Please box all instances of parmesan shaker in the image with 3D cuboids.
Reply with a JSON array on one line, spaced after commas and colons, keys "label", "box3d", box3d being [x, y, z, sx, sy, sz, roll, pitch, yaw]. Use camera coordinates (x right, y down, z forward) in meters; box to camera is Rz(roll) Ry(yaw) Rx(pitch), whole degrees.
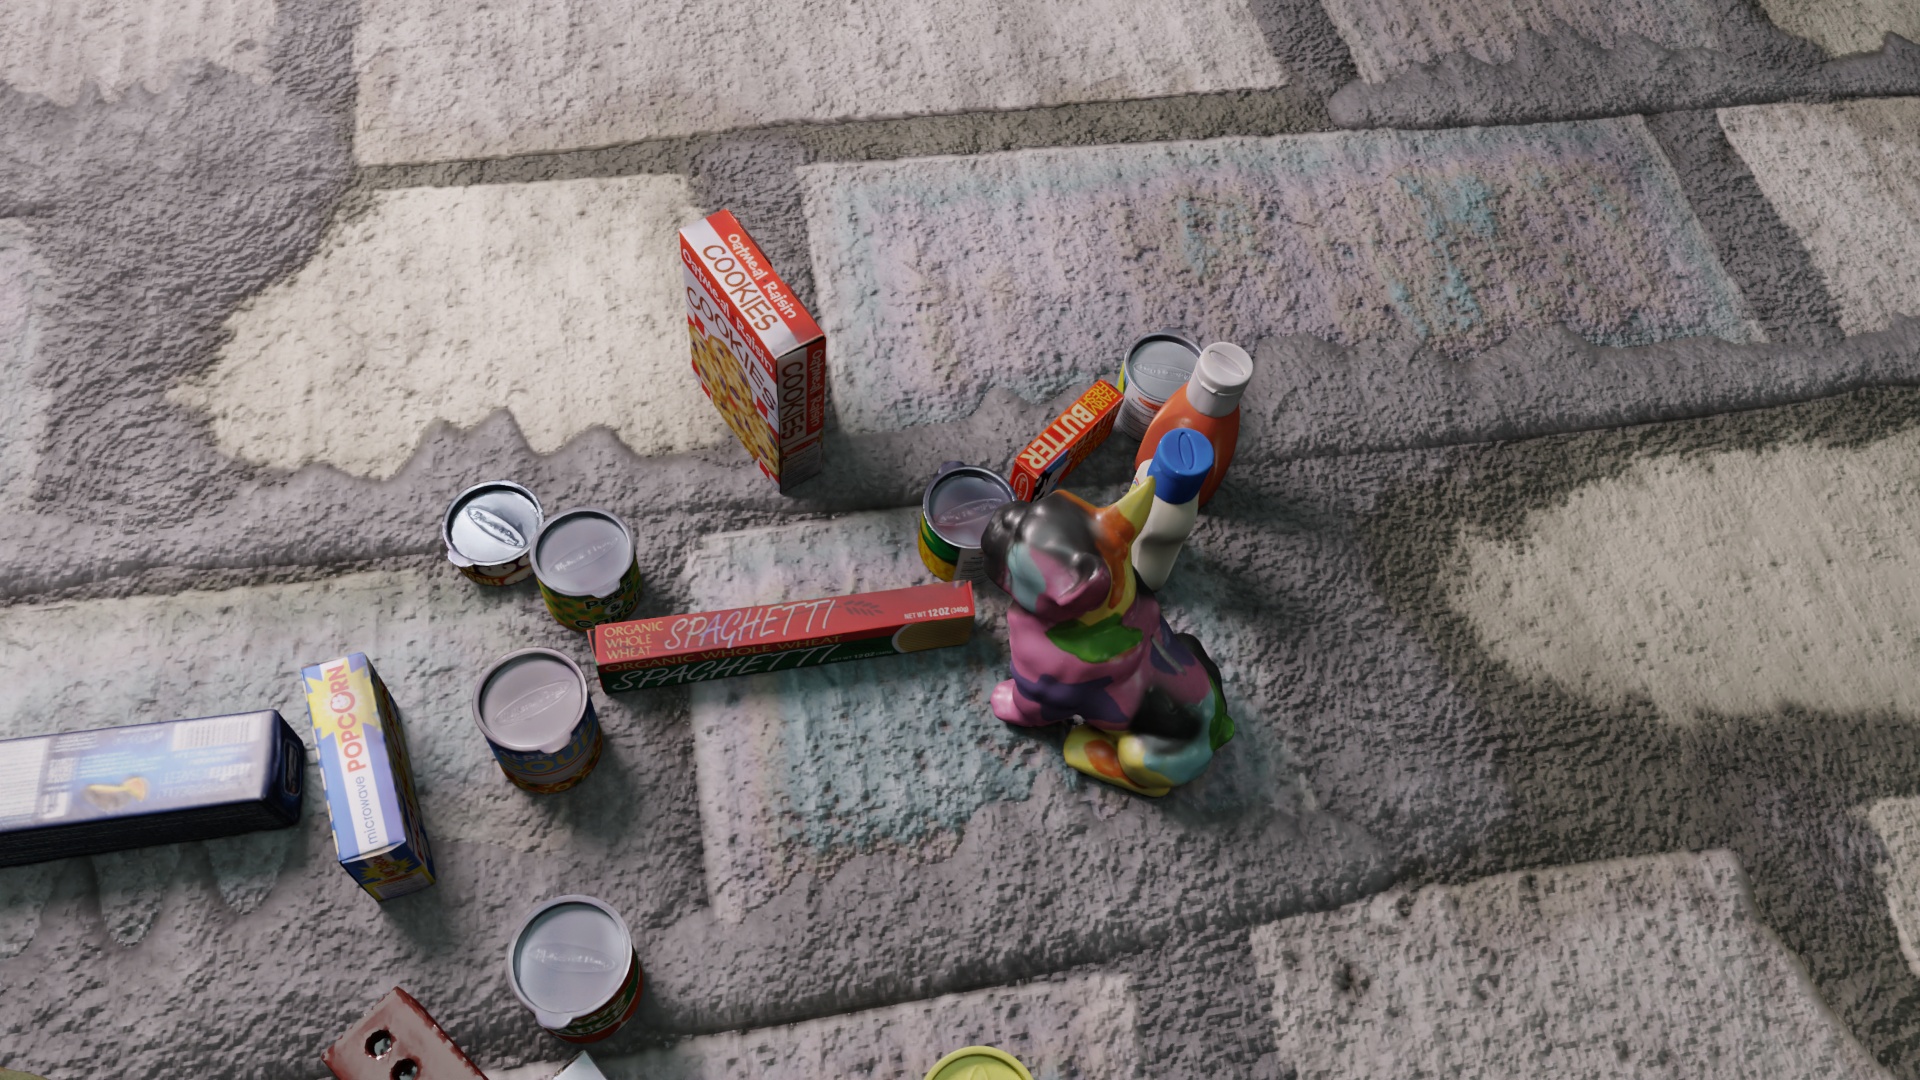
[{"label": "parmesan shaker", "box3d": [0.002, 0.319, 0.759, 0.071, 0.102, 0.071, 3, 61, -5]}]

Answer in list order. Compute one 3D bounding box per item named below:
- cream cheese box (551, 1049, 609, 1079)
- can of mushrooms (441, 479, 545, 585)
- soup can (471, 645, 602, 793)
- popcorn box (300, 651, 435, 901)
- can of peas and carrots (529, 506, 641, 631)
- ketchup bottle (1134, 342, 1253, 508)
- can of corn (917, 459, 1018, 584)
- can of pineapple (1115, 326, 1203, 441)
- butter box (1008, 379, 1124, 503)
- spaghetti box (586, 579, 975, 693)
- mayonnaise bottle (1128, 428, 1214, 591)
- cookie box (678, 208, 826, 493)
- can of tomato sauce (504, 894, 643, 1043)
[{"label": "cream cheese box", "box3d": [-0.181, 0.330, 0.758, 0.024, 0.053, 0.104, -38, 72, -24]}, {"label": "can of mushrooms", "box3d": [-0.315, -0.003, 0.939, 0.071, 0.033, 0.071, 3, 61, -5]}, {"label": "soup can", "box3d": [-0.256, 0.114, 0.852, 0.071, 0.083, 0.071, 3, 61, -5]}, {"label": "popcorn box", "box3d": [-0.351, 0.141, 0.825, 0.038, 0.084, 0.127, -17, 64, -16]}, {"label": "can of peas and carrots", "box3d": [-0.245, 0.022, 0.920, 0.071, 0.058, 0.071, 3, 61, -5]}, {"label": "ketchup bottle", "box3d": [0.167, -0.081, 0.977, 0.065, 0.148, 0.044, 37, 63, 13]}, {"label": "can of corn", "box3d": [0.003, -0.012, 0.970, 0.071, 0.058, 0.071, 3, 61, -5]}, {"label": "can of pineapple", "box3d": [0.151, -0.115, 1.046, 0.071, 0.057, 0.071, 3, 61, -5]}, {"label": "butter box", "box3d": [0.076, -0.069, 1.014, 0.024, 0.053, 0.104, 39, 64, 14]}, {"label": "spaghetti box", "box3d": [-0.115, 0.063, 0.918, 0.250, 0.050, 0.029, -7, 62, -11]}, {"label": "mayonnaise bottle", "box3d": [0.135, -0.022, 0.940, 0.041, 0.147, 0.065, 0, 61, -7]}, {"label": "cookie box", "box3d": [-0.141, -0.126, 0.953, 0.040, 0.166, 0.123, -30, 69, -21]}, {"label": "can of tomato sauce", "box3d": [-0.215, 0.245, 0.784, 0.071, 0.082, 0.071, 3, 61, -5]}]
